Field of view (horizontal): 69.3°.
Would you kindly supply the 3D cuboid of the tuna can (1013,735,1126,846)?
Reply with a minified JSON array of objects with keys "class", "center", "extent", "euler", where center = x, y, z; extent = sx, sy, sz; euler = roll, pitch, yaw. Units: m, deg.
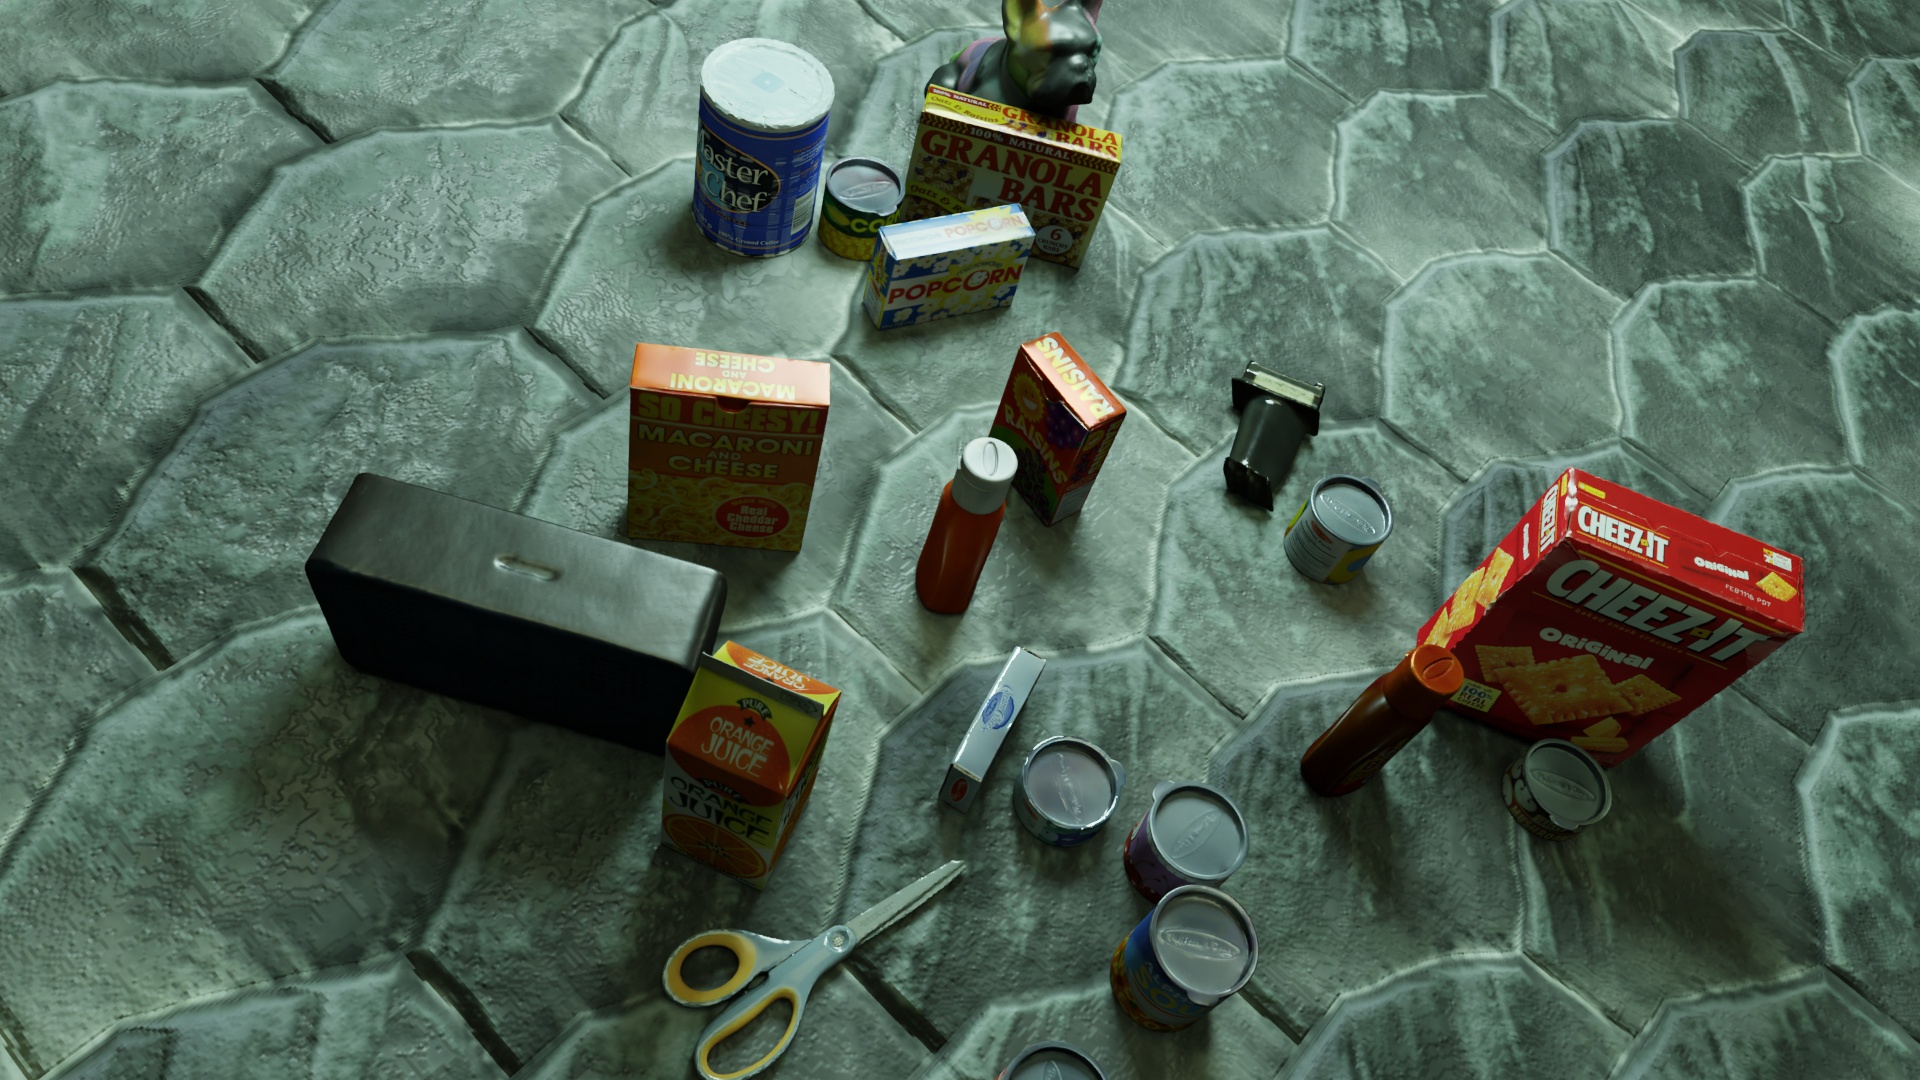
[{"class":"tuna can","center":[0.072,0.164,0.913],"extent":[0.071,0.032,0.071],"euler":[7,55,-10]}]

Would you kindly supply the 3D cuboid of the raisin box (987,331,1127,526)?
[{"class":"raisin box","center":[0.067,-0.081,1.023],"extent":[0.040,0.122,0.086],"euler":[-25,66,-27]}]

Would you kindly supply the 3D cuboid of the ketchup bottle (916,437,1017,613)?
[{"class":"ketchup bottle","center":[0.003,-0.012,0.945],"extent":[0.043,0.148,0.065],"euler":[7,55,-9]}]

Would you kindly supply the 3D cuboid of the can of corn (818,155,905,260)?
[{"class":"can of corn","center":[-0.082,-0.275,1.158],"extent":[0.071,0.058,0.071],"euler":[7,55,-10]}]

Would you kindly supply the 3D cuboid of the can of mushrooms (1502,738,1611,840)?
[{"class":"can of mushrooms","center":[0.424,0.180,0.990],"extent":[0.071,0.033,0.071],"euler":[7,55,-10]}]

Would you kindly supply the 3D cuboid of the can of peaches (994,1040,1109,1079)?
[{"class":"can of peaches","center":[0.045,0.323,0.783],"extent":[0.071,0.057,0.071],"euler":[7,55,-10]}]

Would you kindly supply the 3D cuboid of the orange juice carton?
[{"class":"orange juice carton","center":[-0.121,0.123,0.794],"extent":[0.072,0.191,0.073],"euler":[24,54,3]}]

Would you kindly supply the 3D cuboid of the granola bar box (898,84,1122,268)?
[{"class":"granola bar box","center":[0.040,-0.304,1.168],"extent":[0.166,0.123,0.039],"euler":[13,55,-5]}]

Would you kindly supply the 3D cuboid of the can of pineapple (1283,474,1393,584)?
[{"class":"can of pineapple","center":[0.292,-0.009,1.070],"extent":[0.071,0.057,0.071],"euler":[7,55,-10]}]

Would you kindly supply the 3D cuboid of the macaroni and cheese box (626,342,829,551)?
[{"class":"macaroni and cheese box","center":[-0.157,-0.056,0.924],"extent":[0.124,0.165,0.040],"euler":[5,56,-11]}]

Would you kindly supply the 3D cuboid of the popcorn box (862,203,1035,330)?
[{"class":"popcorn box","center":[-0.010,-0.221,1.123],"extent":[0.127,0.084,0.038],"euler":[-15,62,-23]}]

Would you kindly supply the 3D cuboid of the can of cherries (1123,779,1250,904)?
[{"class":"can of cherries","center":[0.143,0.195,0.894],"extent":[0.071,0.058,0.072],"euler":[7,55,-10]}]

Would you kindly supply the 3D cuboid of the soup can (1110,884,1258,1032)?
[{"class":"soup can","center":[0.132,0.255,0.835],"extent":[0.071,0.083,0.072],"euler":[7,55,-10]}]

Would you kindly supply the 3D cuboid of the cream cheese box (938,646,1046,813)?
[{"class":"cream cheese box","center":[0.020,0.124,0.915],"extent":[0.024,0.053,0.104],"euler":[28,54,6]}]

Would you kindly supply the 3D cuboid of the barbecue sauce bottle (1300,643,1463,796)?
[{"class":"barbecue sauce bottle","center":[0.282,0.119,0.925],"extent":[0.065,0.147,0.044],"euler":[-23,65,-26]}]
